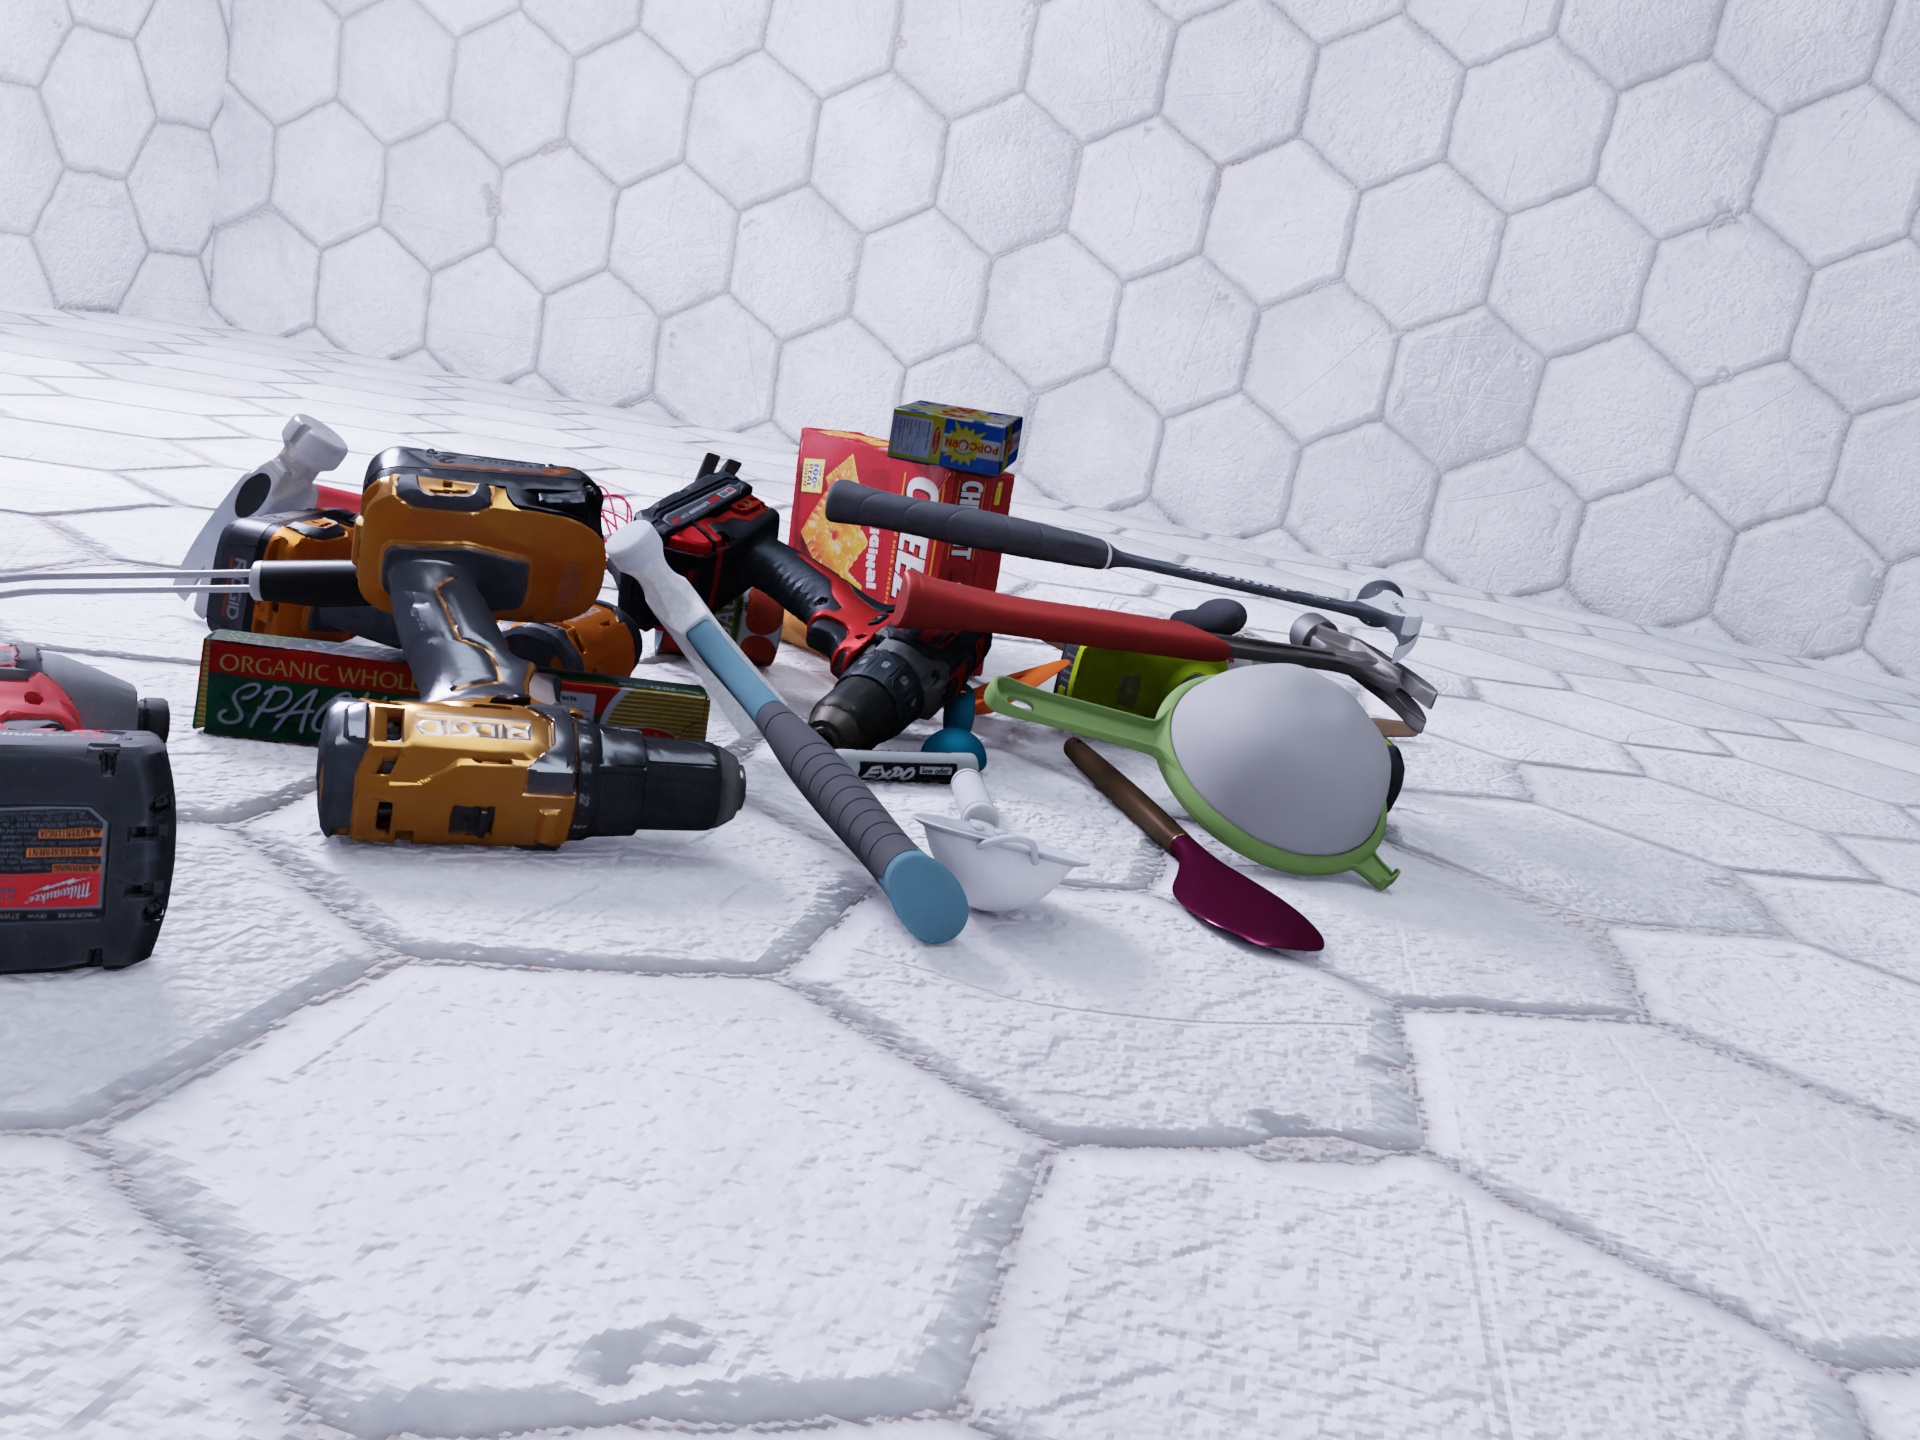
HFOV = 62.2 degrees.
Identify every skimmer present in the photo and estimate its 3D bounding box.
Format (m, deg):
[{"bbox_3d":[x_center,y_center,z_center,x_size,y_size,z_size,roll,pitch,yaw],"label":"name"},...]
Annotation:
[{"bbox_3d":[-0.428,-0.085,0.808,0.363,0.127,0.090,-1,-26,-11],"label":"skimmer"}]

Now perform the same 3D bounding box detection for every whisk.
[{"bbox_3d":[0.162,-0.076,1.279,0.070,0.070,0.284,7,-3,-16],"label":"whisk"},{"bbox_3d":[-0.292,-0.138,1.340,0.073,0.073,0.296,4,21,-27],"label":"whisk"}]

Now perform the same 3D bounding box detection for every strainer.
[{"bbox_3d":[0.012,0.055,0.811,0.087,0.050,0.258,16,7,-6],"label":"strainer"},{"bbox_3d":[0.143,-0.001,0.906,0.256,0.069,0.152,15,44,-15],"label":"strainer"}]

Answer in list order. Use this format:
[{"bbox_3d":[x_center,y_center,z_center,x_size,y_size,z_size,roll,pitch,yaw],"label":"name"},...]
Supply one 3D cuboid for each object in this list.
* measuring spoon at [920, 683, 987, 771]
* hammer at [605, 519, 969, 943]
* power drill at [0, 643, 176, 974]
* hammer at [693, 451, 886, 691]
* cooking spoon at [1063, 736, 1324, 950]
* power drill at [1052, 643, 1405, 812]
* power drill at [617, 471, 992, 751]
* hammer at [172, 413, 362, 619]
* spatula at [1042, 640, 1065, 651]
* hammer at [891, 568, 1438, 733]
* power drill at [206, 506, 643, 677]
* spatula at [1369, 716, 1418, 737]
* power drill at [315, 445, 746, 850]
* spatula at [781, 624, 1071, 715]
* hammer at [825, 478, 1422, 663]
[{"bbox_3d":[-0.002,-0.003,1.017,0.042,0.021,0.129,6,27,0],"label":"measuring spoon"},{"bbox_3d":[-0.089,0.007,0.807,0.033,0.128,0.331,-38,40,-8],"label":"hammer"},{"bbox_3d":[-0.362,0.019,0.590,0.143,0.078,0.220,2,13,-34],"label":"power drill"},{"bbox_3d":[-0.132,-0.100,1.210,0.034,0.127,0.337,14,14,-41],"label":"hammer"},{"bbox_3d":[0.116,0.062,0.906,0.068,0.017,0.319,8,14,-18],"label":"cooking spoon"},{"bbox_3d":[0.163,0.002,1.070,0.171,0.080,0.223,2,20,-30],"label":"power drill"},{"bbox_3d":[-0.109,-0.061,1.018,0.227,0.080,0.188,27,35,13],"label":"power drill"},{"bbox_3d":[-0.393,-0.124,1.153,0.038,0.143,0.386,43,9,11],"label":"hammer"},{"bbox_3d":[0.076,-0.051,1.222,0.082,0.044,0.317,10,-6,42],"label":"spatula"},{"bbox_3d":[0.129,-0.051,1.033,0.359,0.036,0.149,6,22,-23],"label":"hammer"},{"bbox_3d":[-0.306,-0.061,0.956,0.226,0.084,0.164,17,13,5],"label":"power drill"},{"bbox_3d":[0.245,-0.001,1.272,0.315,0.018,0.060,3,25,-28],"label":"spatula"},{"bbox_3d":[-0.205,-0.031,0.765,0.185,0.084,0.226,4,43,-21],"label":"power drill"},{"bbox_3d":[-0.058,-0.049,1.181,0.323,0.041,0.081,20,41,41],"label":"spatula"},{"bbox_3d":[0.111,-0.105,1.066,0.409,0.036,0.149,11,16,-2],"label":"hammer"}]
